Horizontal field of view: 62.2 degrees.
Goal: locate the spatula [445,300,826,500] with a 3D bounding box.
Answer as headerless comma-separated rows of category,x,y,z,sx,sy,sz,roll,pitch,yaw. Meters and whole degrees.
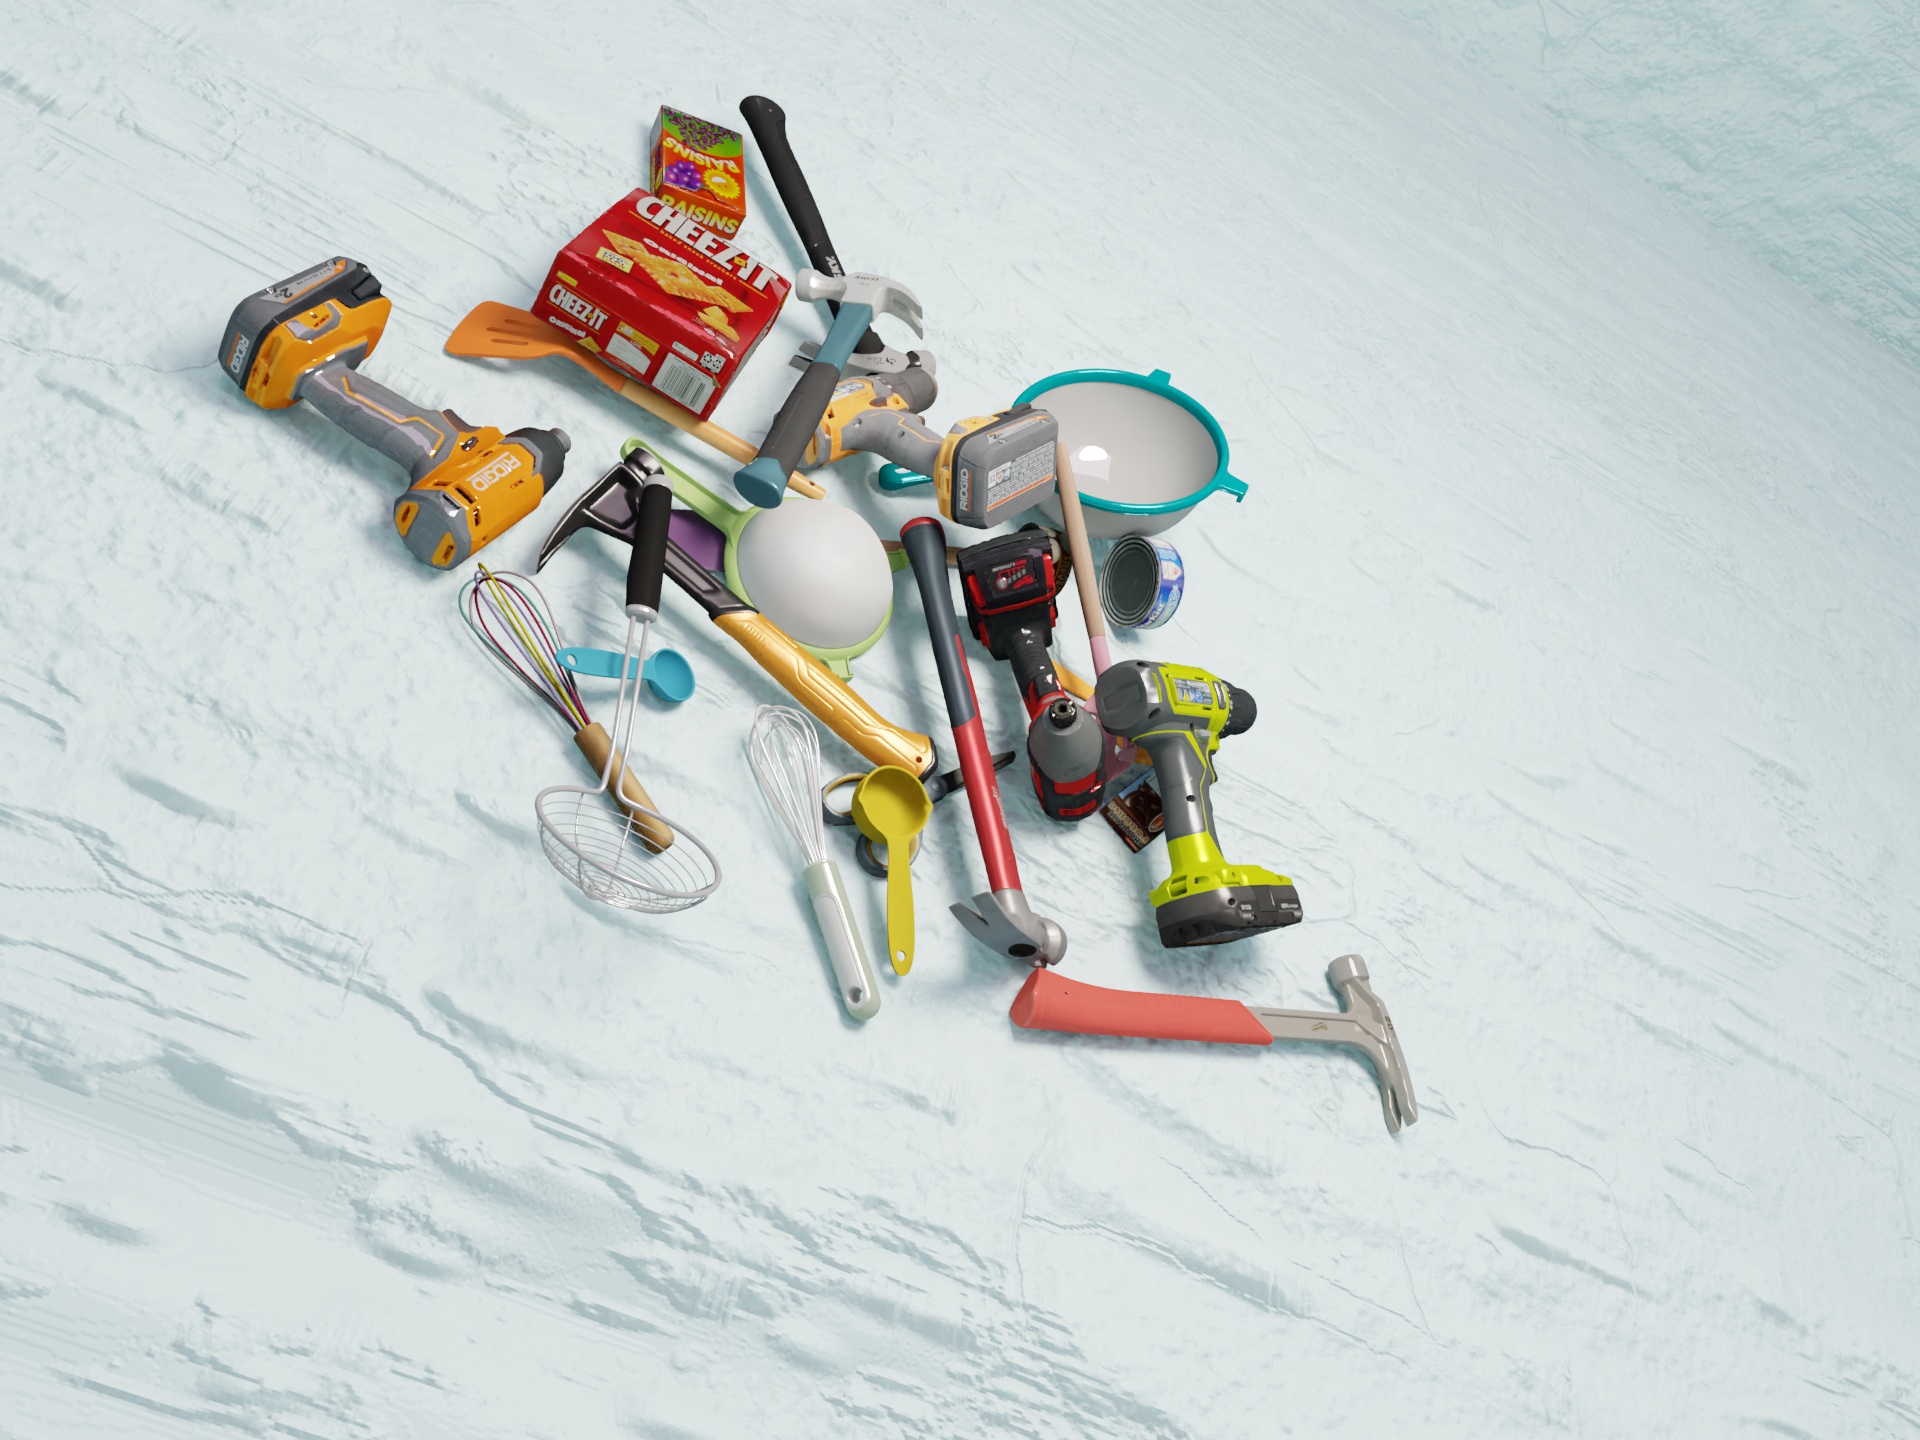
spatula,-0.258,-0.257,1.308,0.322,0.041,0.081,28,44,-13

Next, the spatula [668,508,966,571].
spatula,-0.105,-0.145,1.342,0.315,0.018,0.060,0,60,-33

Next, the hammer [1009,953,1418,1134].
hammer,0.200,0.241,1.234,0.358,0.036,0.149,10,52,-29

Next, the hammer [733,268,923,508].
hammer,-0.119,-0.284,1.332,0.128,0.033,0.331,9,45,10

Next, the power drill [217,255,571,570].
power drill,-0.401,-0.229,1.164,0.226,0.084,0.164,43,43,-4

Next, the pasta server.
pasta server,0.107,-0.096,1.368,0.040,0.060,0.316,3,70,-37

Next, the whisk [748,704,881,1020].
whisk,-0.103,0.097,1.135,0.059,0.058,0.246,24,41,-61

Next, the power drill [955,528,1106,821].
power drill,0.063,-0.040,1.287,0.078,0.143,0.220,-16,60,-2

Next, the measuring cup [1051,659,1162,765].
measuring cup,0.139,-0.030,1.393,0.173,0.052,0.095,30,45,-14

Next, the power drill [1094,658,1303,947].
power drill,0.204,0.063,1.301,0.190,0.080,0.229,6,67,-49

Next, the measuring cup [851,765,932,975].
measuring cup,-0.051,0.111,1.159,0.062,0.029,0.157,8,67,-30

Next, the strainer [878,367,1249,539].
strainer,0.083,-0.225,1.497,0.340,0.095,0.211,-12,51,-17

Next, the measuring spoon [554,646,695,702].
measuring spoon,-0.243,-0.035,1.136,0.128,0.021,0.042,9,61,-53

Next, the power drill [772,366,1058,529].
power drill,-0.023,-0.250,1.384,0.226,0.084,0.185,23,37,30

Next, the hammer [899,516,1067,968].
hammer,-0.002,-0.004,1.226,0.143,0.038,0.387,40,31,-56

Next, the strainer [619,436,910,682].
strainer,-0.150,-0.156,1.262,0.256,0.069,0.152,35,52,-14

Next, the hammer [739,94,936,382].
hammer,-0.145,-0.464,1.531,0.146,0.035,0.335,-10,70,-39

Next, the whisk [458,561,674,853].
whisk,-0.273,-0.011,1.105,0.051,0.047,0.245,-26,77,-45

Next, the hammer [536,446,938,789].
hammer,-0.157,-0.059,1.202,0.337,0.034,0.127,40,62,-2

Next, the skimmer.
skimmer,-0.209,-0.034,1.077,0.127,0.090,0.364,21,53,-30
